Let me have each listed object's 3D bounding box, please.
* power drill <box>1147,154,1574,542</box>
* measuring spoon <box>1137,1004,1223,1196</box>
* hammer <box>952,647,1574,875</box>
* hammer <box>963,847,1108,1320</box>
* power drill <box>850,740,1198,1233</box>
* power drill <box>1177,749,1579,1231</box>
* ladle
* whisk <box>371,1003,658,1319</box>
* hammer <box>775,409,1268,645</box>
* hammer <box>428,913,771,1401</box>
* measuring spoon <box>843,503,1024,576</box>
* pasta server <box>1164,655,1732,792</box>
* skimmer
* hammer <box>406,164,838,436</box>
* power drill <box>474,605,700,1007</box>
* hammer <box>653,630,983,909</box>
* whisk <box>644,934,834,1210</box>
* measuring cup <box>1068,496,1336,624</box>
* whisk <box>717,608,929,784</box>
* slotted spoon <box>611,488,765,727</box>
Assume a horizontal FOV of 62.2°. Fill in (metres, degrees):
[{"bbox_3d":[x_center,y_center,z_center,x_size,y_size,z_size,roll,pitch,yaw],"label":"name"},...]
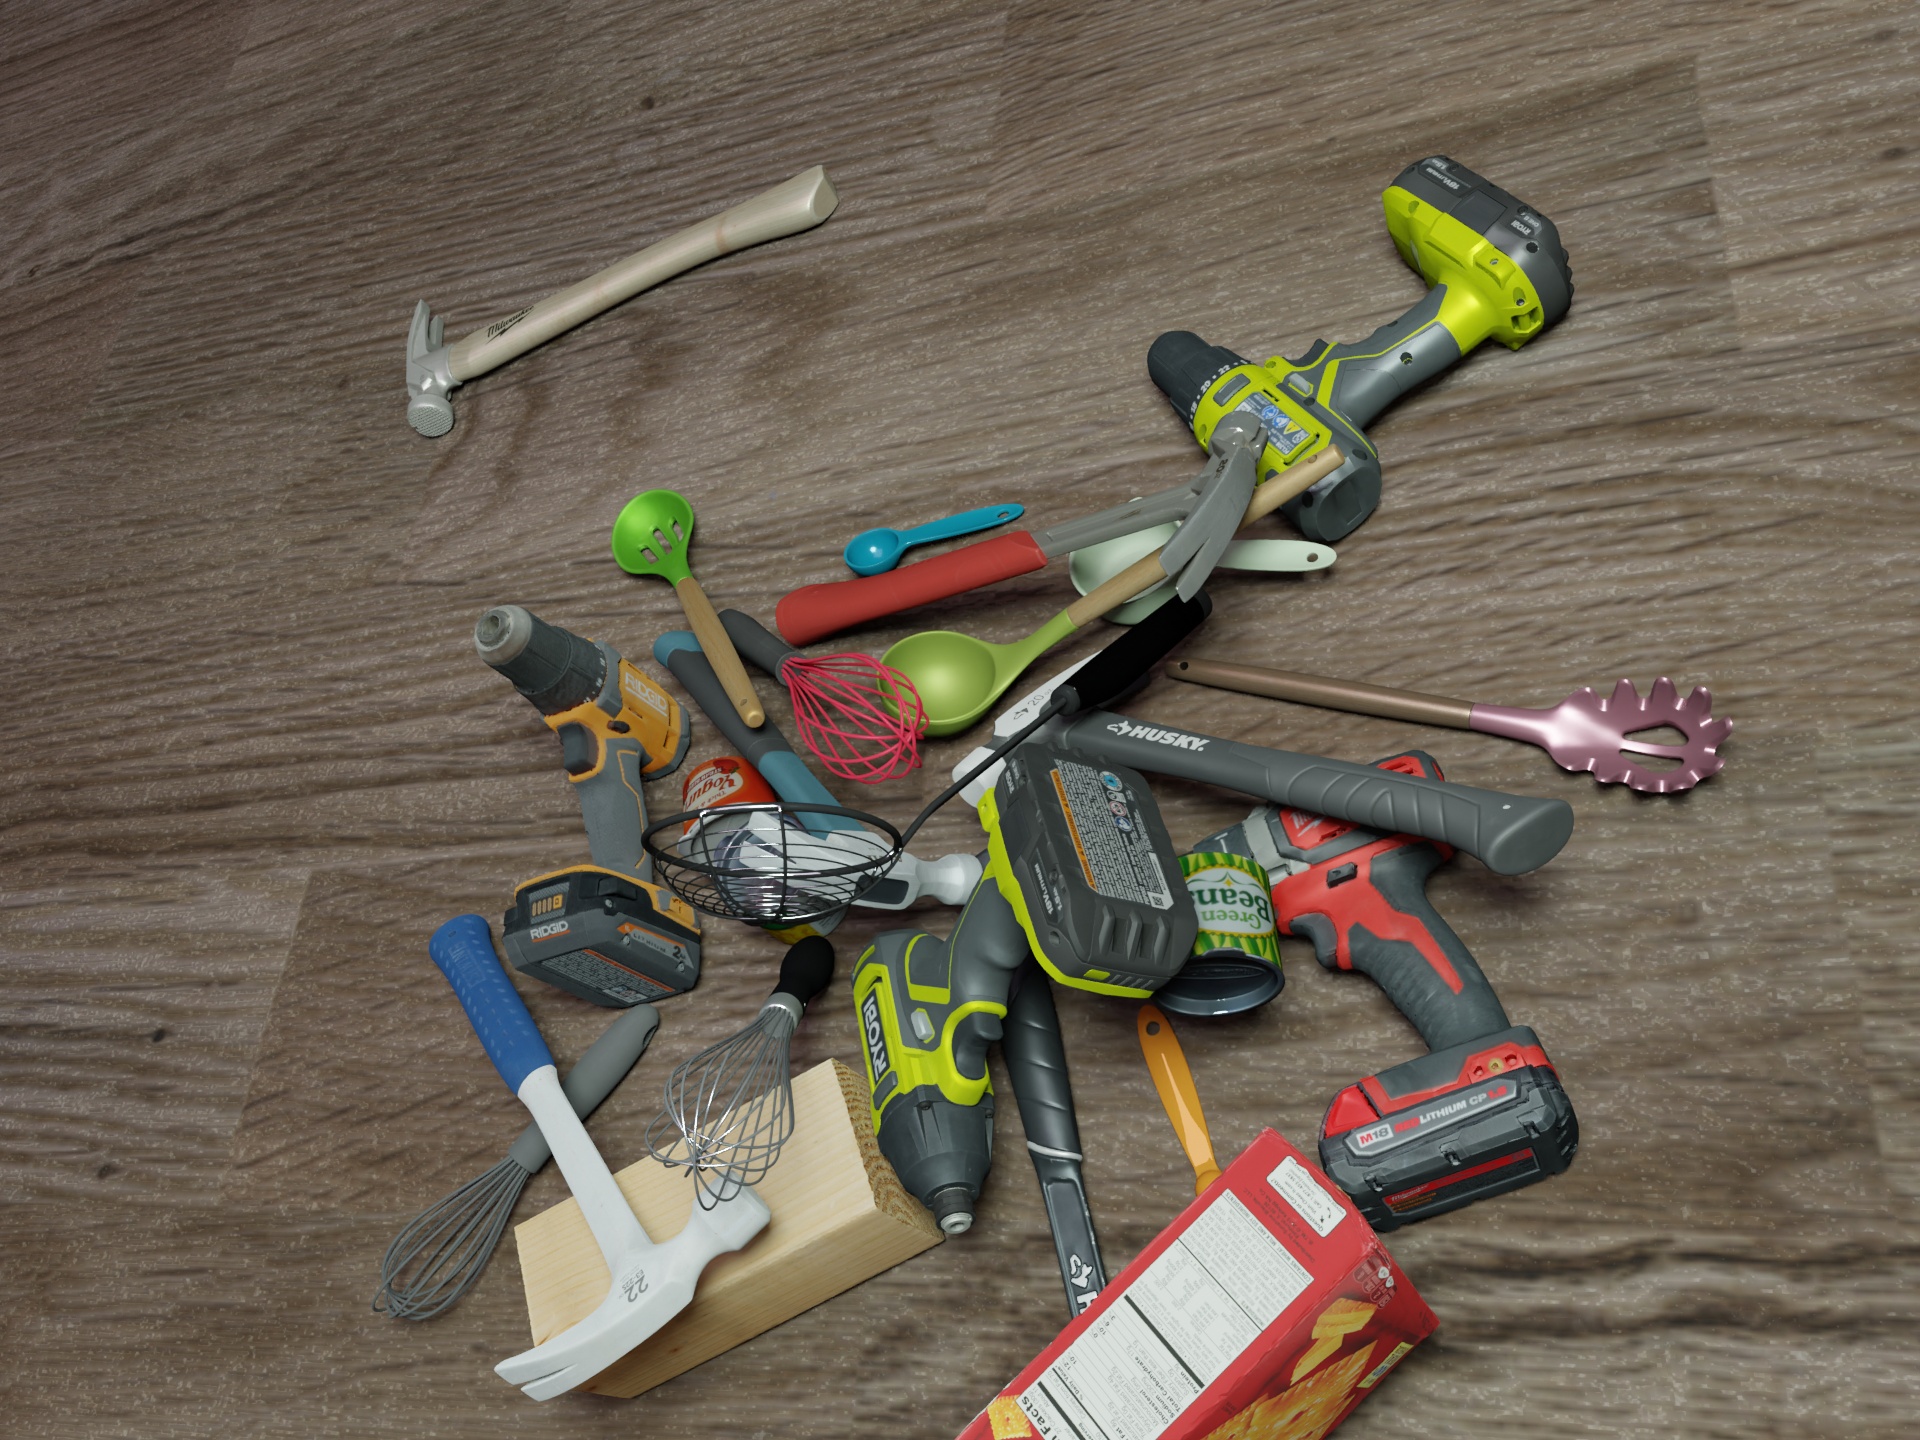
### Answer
[{"bbox_3d":[0.243,-0.240,0.998,0.228,0.080,0.191,-41,54,3],"label":"power drill"},{"bbox_3d":[0.117,0.202,0.846,0.021,0.011,0.117,-26,55,10],"label":"measuring spoon"},{"bbox_3d":[0.158,0.023,0.840,0.335,0.035,0.146,13,43,45],"label":"hammer"},{"bbox_3d":[0.058,0.244,0.837,0.149,0.036,0.409,-21,56,12],"label":"hammer"},{"bbox_3d":[0.021,0.135,0.804,0.223,0.080,0.171,-57,32,34],"label":"power drill"},{"bbox_3d":[0.191,0.136,0.812,0.188,0.080,0.227,-23,53,12],"label":"power drill"},{"bbox_3d":[0.081,-0.080,0.947,0.320,0.062,0.078,-31,44,27],"label":"ladle"},{"bbox_3d":[-0.269,0.268,0.973,0.055,0.055,0.239,33,76,35],"label":"whisk"},{"bbox_3d":[0.014,-0.091,0.973,0.359,0.036,0.149,-13,33,40],"label":"hammer"},{"bbox_3d":[-0.246,0.218,0.916,0.144,0.035,0.406,-42,35,-11],"label":"hammer"},{"bbox_3d":[-0.017,-0.123,1.094,0.128,0.021,0.042,-14,42,7],"label":"measuring spoon"},{"bbox_3d":[0.256,-0.009,0.884,0.316,0.040,0.060,11,79,31],"label":"pasta server"},{"bbox_3d":[-0.001,-0.003,0.856,0.363,0.127,0.090,-36,87,-30],"label":"skimmer"},{"bbox_3d":[-0.295,-0.378,1.356,0.410,0.038,0.146,-21,55,13],"label":"hammer"},{"bbox_3d":[-0.237,0.048,0.998,0.084,0.185,0.226,-18,60,18],"label":"power drill"},{"bbox_3d":[-0.118,0.022,0.999,0.331,0.128,0.033,42,120,49],"label":"hammer"},{"bbox_3d":[-0.103,0.171,0.844,0.070,0.285,0.070,1,102,6],"label":"whisk"},{"bbox_3d":[0.151,-0.094,0.983,0.167,0.038,0.083,3,65,25],"label":"measuring cup"},{"bbox_3d":[-0.099,-0.027,1.008,0.073,0.073,0.296,-49,33,-6],"label":"whisk"},{"bbox_3d":[-0.185,-0.079,1.098,0.070,0.031,0.314,-40,39,3],"label":"slotted spoon"}]
